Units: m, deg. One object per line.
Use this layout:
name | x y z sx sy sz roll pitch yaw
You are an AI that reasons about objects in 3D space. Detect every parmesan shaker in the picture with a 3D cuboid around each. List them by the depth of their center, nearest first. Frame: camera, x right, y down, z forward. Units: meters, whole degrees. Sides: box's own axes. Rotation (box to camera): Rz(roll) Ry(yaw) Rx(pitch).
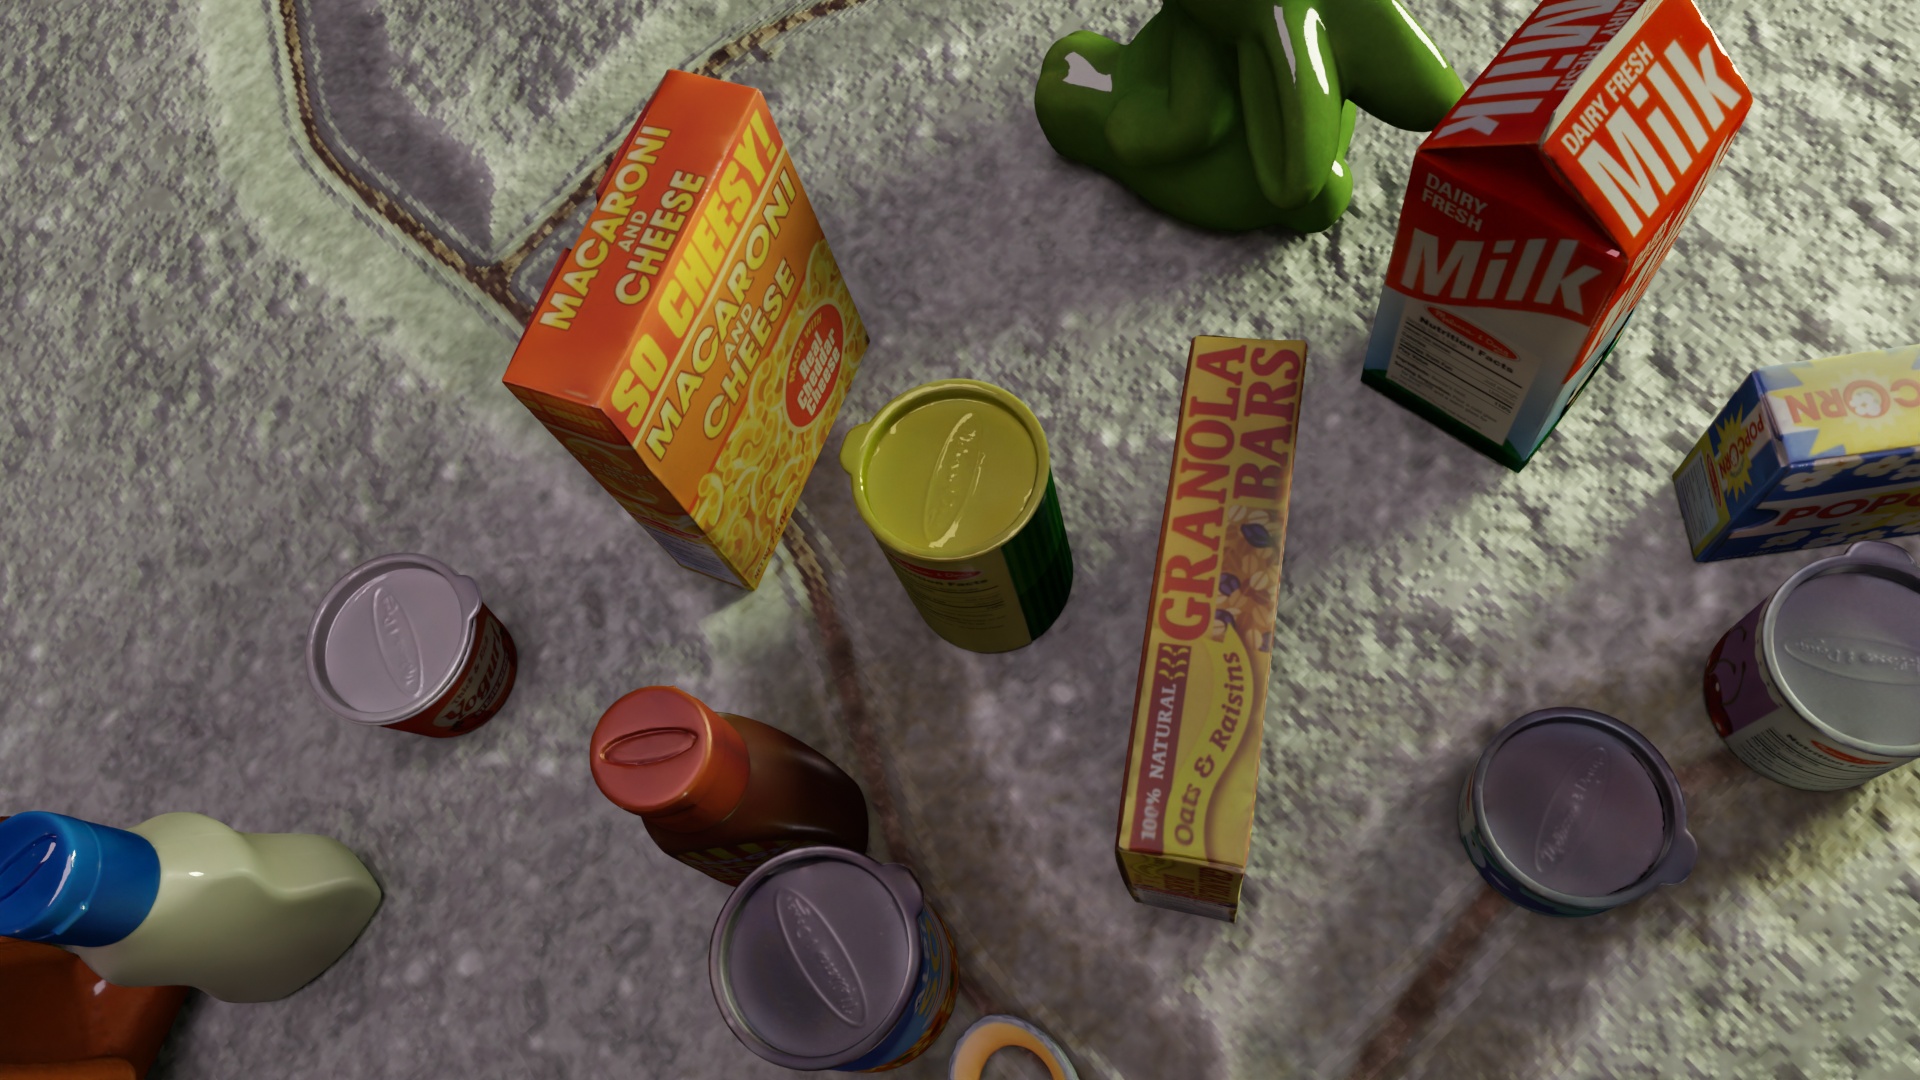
parmesan shaker | 0.002 -0.006 0.502 0.071 0.102 0.071 -3 68 8

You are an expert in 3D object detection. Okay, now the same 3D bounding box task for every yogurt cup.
yogurt cup | -0.211 0.045 0.544 0.072 0.053 0.072 -3 68 8

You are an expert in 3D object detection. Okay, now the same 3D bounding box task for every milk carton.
milk carton | 0.194 -0.105 0.463 0.073 0.190 0.072 36 78 20

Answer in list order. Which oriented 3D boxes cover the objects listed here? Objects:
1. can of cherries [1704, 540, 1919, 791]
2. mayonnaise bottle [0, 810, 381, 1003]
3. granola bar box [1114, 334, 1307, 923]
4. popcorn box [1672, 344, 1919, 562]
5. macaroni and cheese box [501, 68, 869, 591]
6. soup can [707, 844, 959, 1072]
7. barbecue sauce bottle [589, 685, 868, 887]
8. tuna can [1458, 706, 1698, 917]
can of cherries | 0.291 0.043 0.459 0.071 0.058 0.072 -3 68 8
mayonnaise bottle | -0.261 0.122 0.469 0.041 0.147 0.065 41 80 21
granola bar box | 0.084 0.034 0.461 0.039 0.124 0.166 7 70 12
popcorn box | 0.322 -0.032 0.470 0.127 0.085 0.038 -8 67 6
macaroni and cheese box | -0.091 -0.067 0.508 0.040 0.166 0.124 17 72 16
soup can | -0.036 0.139 0.460 0.071 0.083 0.071 -3 68 8
barbecue sauce bottle | -0.075 0.083 0.454 0.065 0.148 0.044 -10 67 6
tuna can | 0.206 0.093 0.466 0.071 0.032 0.071 -3 68 8
